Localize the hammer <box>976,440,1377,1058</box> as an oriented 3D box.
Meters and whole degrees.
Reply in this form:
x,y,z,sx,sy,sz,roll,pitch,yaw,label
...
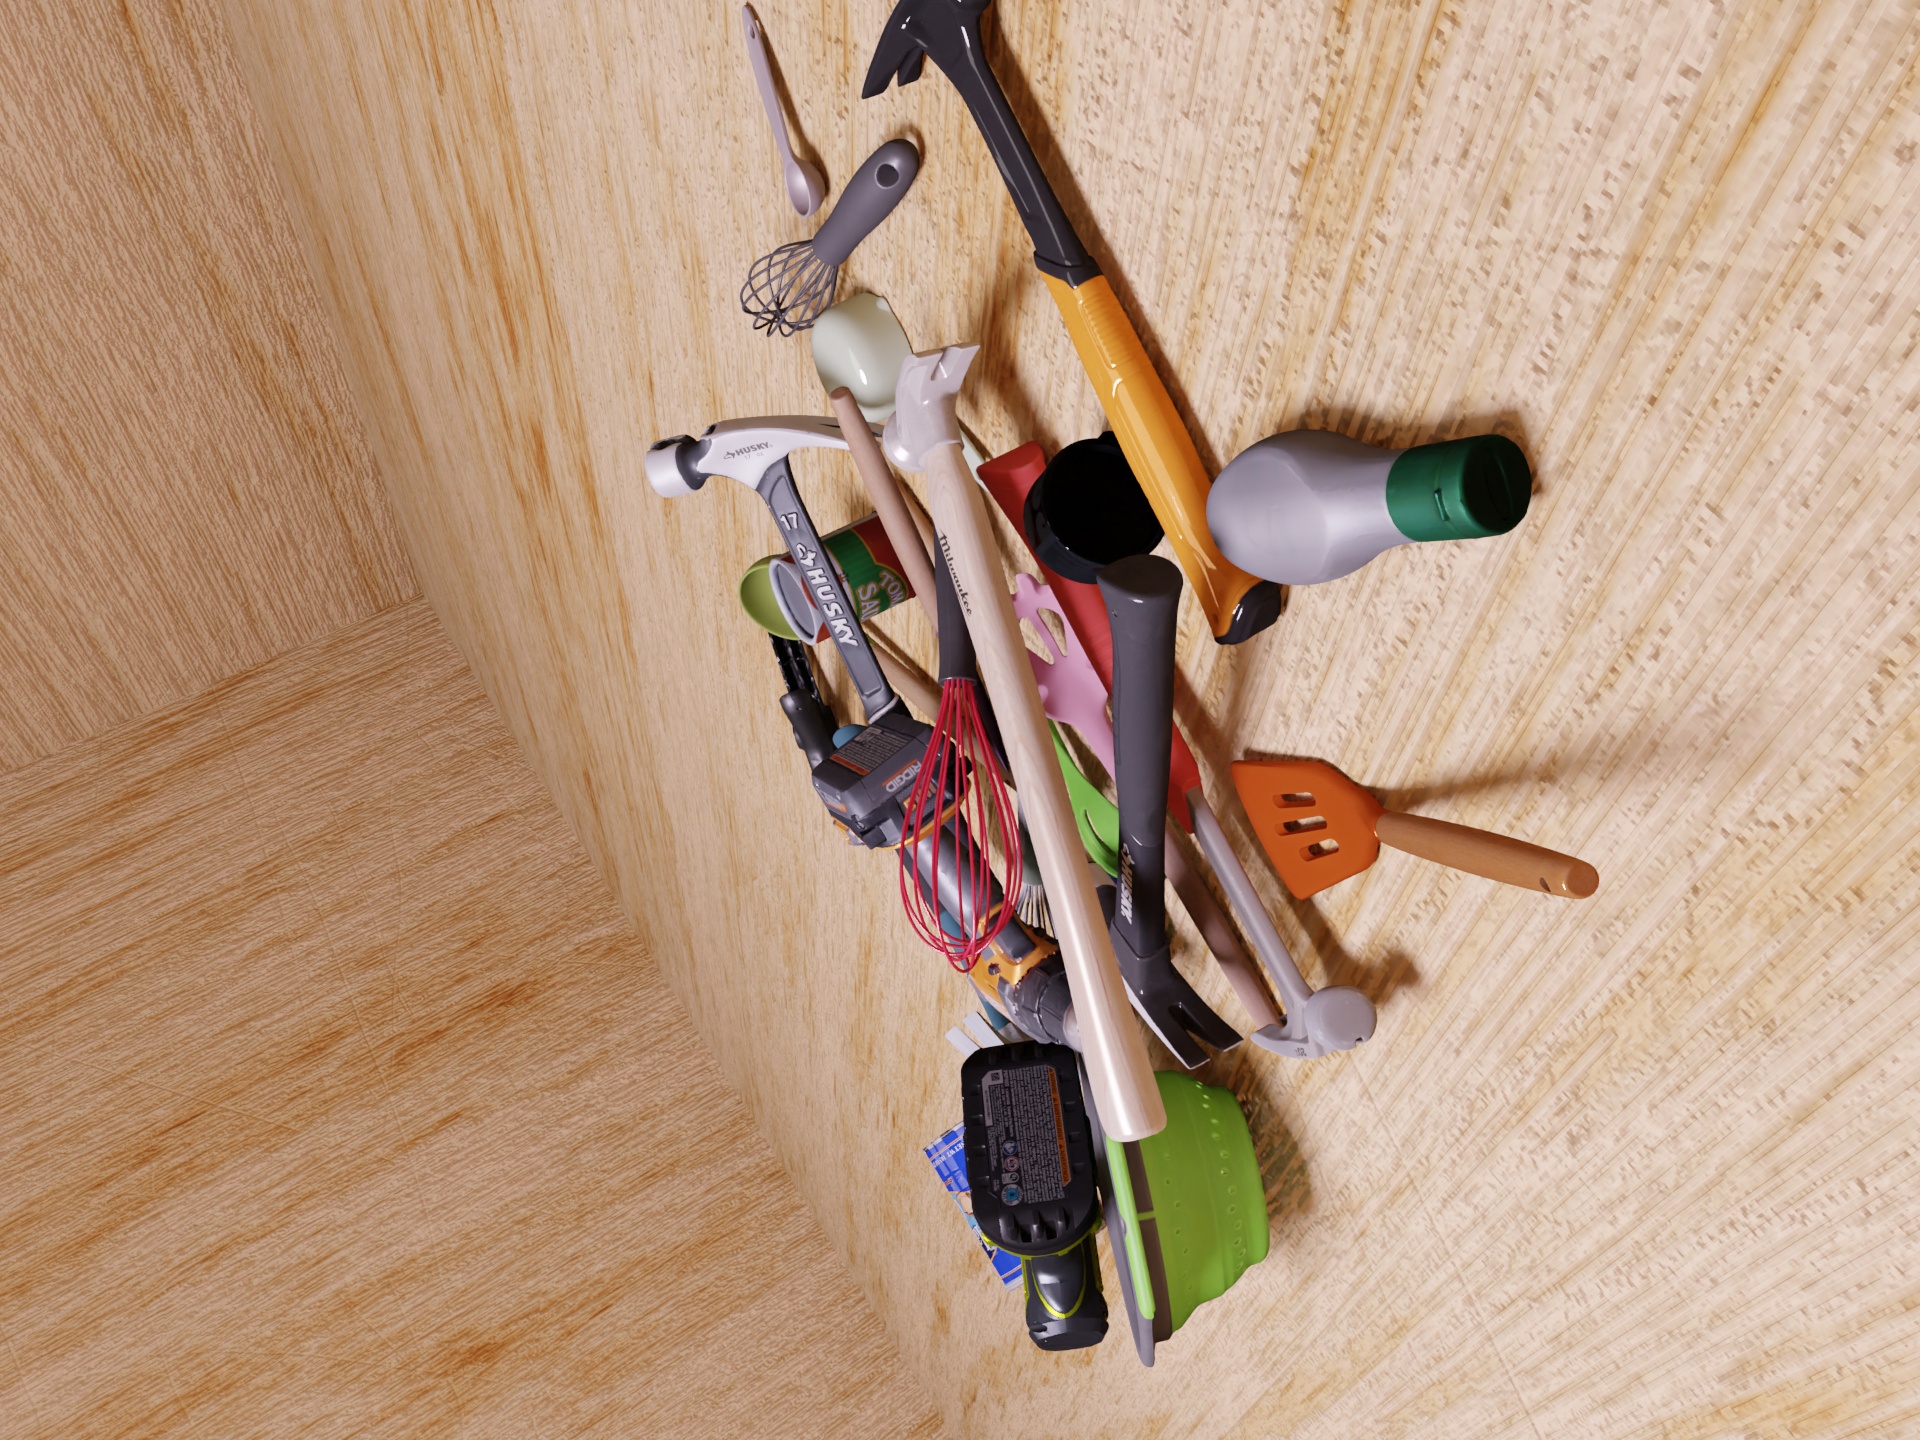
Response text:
x,y,z,sx,sy,sz,roll,pitch,yaw,label
0.106,0.014,0.856,0.359,0.036,0.149,62,171,7,hammer

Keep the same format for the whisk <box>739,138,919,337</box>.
x,y,z,sx,sy,sz,roll,pitch,yaw,label
-0.077,-0.279,0.927,0.055,0.055,0.239,63,154,-4,whisk

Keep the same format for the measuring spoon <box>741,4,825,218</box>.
x,y,z,sx,sy,sz,roll,pitch,yaw,label
-0.103,-0.359,0.936,0.034,0.018,0.124,5,114,67,measuring spoon

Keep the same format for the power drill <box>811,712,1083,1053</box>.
x,y,z,sx,sy,sz,roll,pitch,yaw,label
0.012,0.110,0.999,0.226,0.084,0.185,55,169,-15,power drill

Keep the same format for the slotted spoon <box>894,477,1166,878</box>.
x,y,z,sx,sy,sz,roll,pitch,yaw,label
0.033,-0.026,1.006,0.314,0.031,0.070,58,165,14,slotted spoon

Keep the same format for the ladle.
x,y,z,sx,sy,sz,roll,pitch,yaw,label
-0.059,-0.031,1.170,0.320,0.062,0.078,41,153,37,ladle

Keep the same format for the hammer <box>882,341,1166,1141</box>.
x,y,z,sx,sy,sz,roll,pitch,yaw,label
0.037,0.012,0.815,0.146,0.038,0.411,139,115,-79,hammer

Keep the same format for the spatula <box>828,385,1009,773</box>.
x,y,z,sx,sy,sz,roll,pitch,yaw,label
-0.017,-0.075,0.973,0.060,0.018,0.315,-107,-6,-46,spatula

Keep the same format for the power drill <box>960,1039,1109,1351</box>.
x,y,z,sx,sy,sz,roll,pitch,yaw,label
0.055,0.312,1.078,0.223,0.080,0.171,76,-174,-54,power drill

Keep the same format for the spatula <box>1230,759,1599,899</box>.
x,y,z,sx,sy,sz,roll,pitch,yaw,label
0.182,0.053,0.672,0.081,0.041,0.322,63,177,-3,spatula

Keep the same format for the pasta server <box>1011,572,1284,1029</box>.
x,y,z,sx,sy,sz,roll,pitch,yaw,label
0.108,0.056,0.917,0.316,0.060,0.040,60,-167,-1,pasta server

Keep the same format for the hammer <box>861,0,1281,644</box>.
x,y,z,sx,sy,sz,roll,pitch,yaw,label
0.057,-0.188,0.744,0.337,0.034,0.127,63,158,-2,hammer

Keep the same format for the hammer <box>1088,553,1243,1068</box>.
x,y,z,sx,sy,sz,roll,pitch,yaw,label
0.094,0.047,0.796,0.146,0.035,0.334,54,162,37,hammer

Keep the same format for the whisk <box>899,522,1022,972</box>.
x,y,z,sx,sy,sz,roll,pitch,yaw,label
-0.001,-0.003,0.921,0.073,0.073,0.296,142,130,-68,whisk

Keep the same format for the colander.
x,y,z,sx,sy,sz,roll,pitch,yaw,label
0.140,0.307,1.091,0.397,0.094,0.204,84,175,-81,colander

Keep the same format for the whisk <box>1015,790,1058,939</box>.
x,y,z,sx,sy,sz,roll,pitch,yaw,label
0.051,0.112,1.106,0.058,0.059,0.246,-100,6,-50,whisk

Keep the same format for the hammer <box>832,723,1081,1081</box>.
x,y,z,sx,sy,sz,roll,pitch,yaw,label
-0.013,0.139,1.237,0.033,0.128,0.331,-43,62,24,hammer

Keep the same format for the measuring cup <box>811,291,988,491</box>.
x,y,z,sx,sy,sz,roll,pitch,yaw,label
-0.037,-0.187,0.951,0.168,0.038,0.083,53,157,27,measuring cup

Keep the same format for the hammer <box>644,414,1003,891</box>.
x,y,z,sx,sy,sz,roll,pitch,yaw,label
-0.053,-0.025,1.056,0.149,0.036,0.408,-10,126,22,hammer
